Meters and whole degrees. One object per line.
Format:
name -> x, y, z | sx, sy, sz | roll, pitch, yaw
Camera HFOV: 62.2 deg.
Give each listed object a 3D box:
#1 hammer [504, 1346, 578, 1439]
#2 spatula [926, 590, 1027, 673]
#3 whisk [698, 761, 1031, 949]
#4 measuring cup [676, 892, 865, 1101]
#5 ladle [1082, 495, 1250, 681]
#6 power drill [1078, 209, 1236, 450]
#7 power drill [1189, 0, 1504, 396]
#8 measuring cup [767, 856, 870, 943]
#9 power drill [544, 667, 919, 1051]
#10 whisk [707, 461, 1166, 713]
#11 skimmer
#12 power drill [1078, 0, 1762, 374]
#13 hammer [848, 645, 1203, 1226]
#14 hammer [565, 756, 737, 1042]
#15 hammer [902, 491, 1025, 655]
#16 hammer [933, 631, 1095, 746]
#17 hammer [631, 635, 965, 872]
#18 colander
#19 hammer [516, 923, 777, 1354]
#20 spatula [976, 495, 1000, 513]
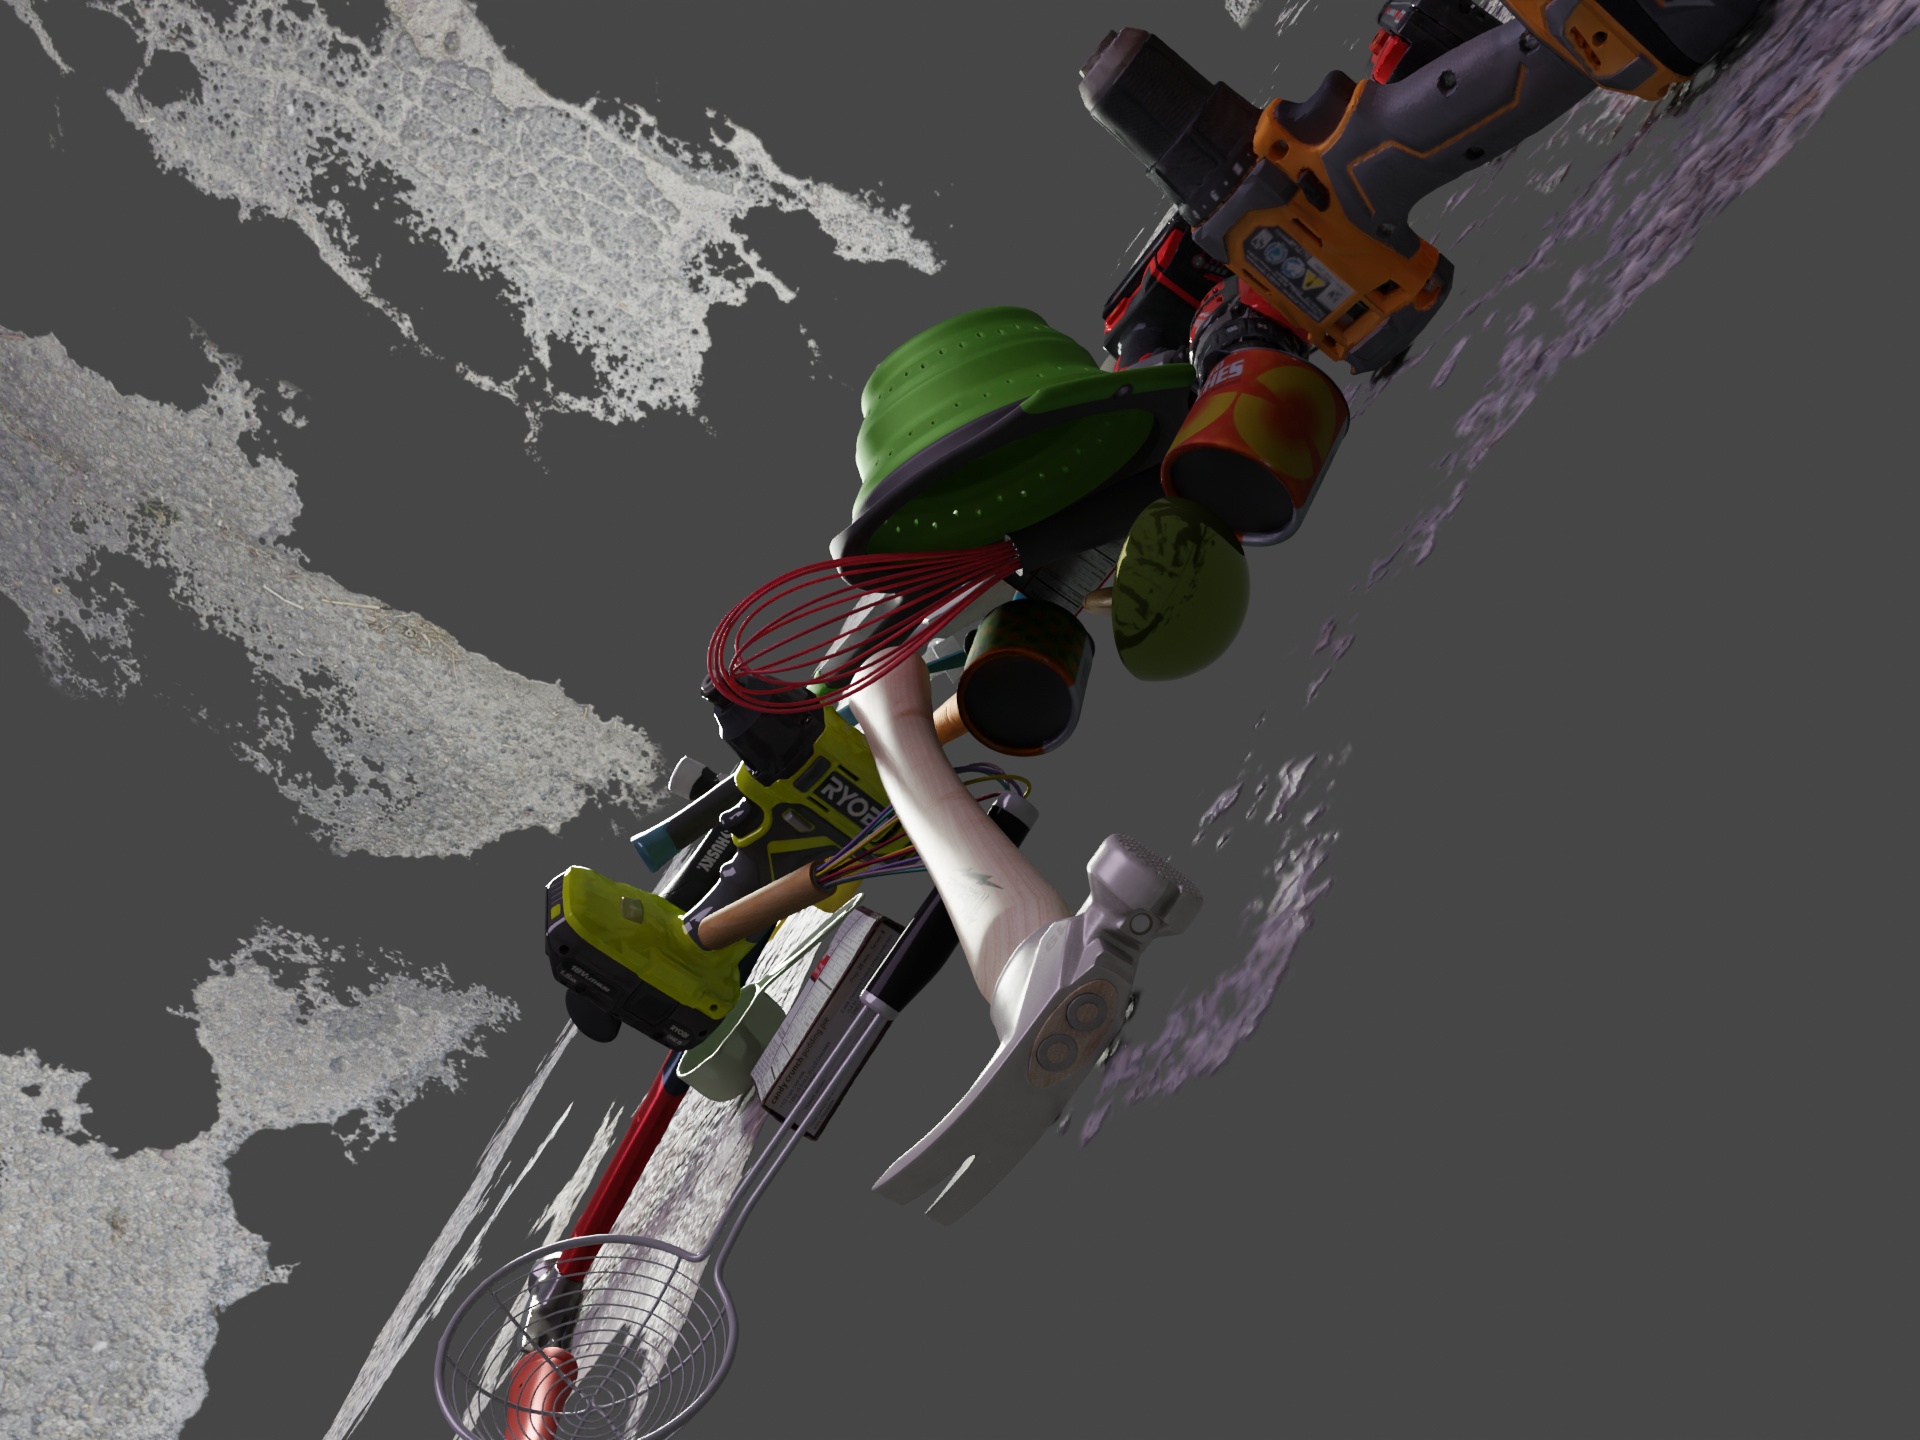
hammer -> -0.225, 0.408, 0.773 | 0.149, 0.036, 0.359 | -57, 9, -4
spatula -> 0.048, -0.105, 1.094 | 0.082, 0.044, 0.318 | -21, 23, 33
whisk -> -0.057, 0.080, 0.867 | 0.245, 0.051, 0.047 | -29, -1, 34
measuring cup -> -0.111, 0.178, 1.018 | 0.167, 0.038, 0.083 | -44, 12, 4
ladle -> 0.080, -0.062, 0.786 | 0.320, 0.062, 0.078 | -141, 60, -84
power drill -> 0.138, -0.252, 1.105 | 0.143, 0.078, 0.220 | -46, 16, 48
power drill -> 0.191, -0.246, 0.795 | 0.226, 0.080, 0.188 | -55, 8, 27
measuring cup -> -0.107, 0.135, 1.163 | 0.156, 0.029, 0.062 | -50, 11, 48
power drill -> -0.143, 0.081, 0.963 | 0.223, 0.171, 0.080 | -45, 29, 11
whisk -> 0.010, -0.077, 0.815 | 0.296, 0.073, 0.073 | -23, 3, -11
skimmer -> -0.086, 0.169, 0.720 | 0.127, 0.090, 0.363 | 25, 74, 41
power drill -> 0.168, -0.263, 0.632 | 0.226, 0.185, 0.084 | -40, 16, 50
hammer -> -0.013, 0.051, 0.701 | 0.146, 0.038, 0.411 | -55, 19, 7
hammer -> -0.202, 0.134, 1.186 | 0.335, 0.146, 0.035 | -62, -2, -64
hammer -> 0.054, -0.182, 1.337 | 0.144, 0.035, 0.406 | -27, 20, 32
hammer -> -0.002, -0.003, 1.028 | 0.127, 0.034, 0.337 | -45, 6, -28
hammer -> -0.121, 0.020, 1.240 | 0.331, 0.033, 0.128 | -36, 10, -33
colander -> -0.022, -0.125, 0.924 | 0.204, 0.094, 0.397 | -16, -14, -32
hammer -> -0.192, 0.244, 1.082 | 0.386, 0.038, 0.143 | -62, 11, -5
spatula -> 0.065, -0.221, 1.323 | 0.060, 0.018, 0.316 | -5, 31, 43
